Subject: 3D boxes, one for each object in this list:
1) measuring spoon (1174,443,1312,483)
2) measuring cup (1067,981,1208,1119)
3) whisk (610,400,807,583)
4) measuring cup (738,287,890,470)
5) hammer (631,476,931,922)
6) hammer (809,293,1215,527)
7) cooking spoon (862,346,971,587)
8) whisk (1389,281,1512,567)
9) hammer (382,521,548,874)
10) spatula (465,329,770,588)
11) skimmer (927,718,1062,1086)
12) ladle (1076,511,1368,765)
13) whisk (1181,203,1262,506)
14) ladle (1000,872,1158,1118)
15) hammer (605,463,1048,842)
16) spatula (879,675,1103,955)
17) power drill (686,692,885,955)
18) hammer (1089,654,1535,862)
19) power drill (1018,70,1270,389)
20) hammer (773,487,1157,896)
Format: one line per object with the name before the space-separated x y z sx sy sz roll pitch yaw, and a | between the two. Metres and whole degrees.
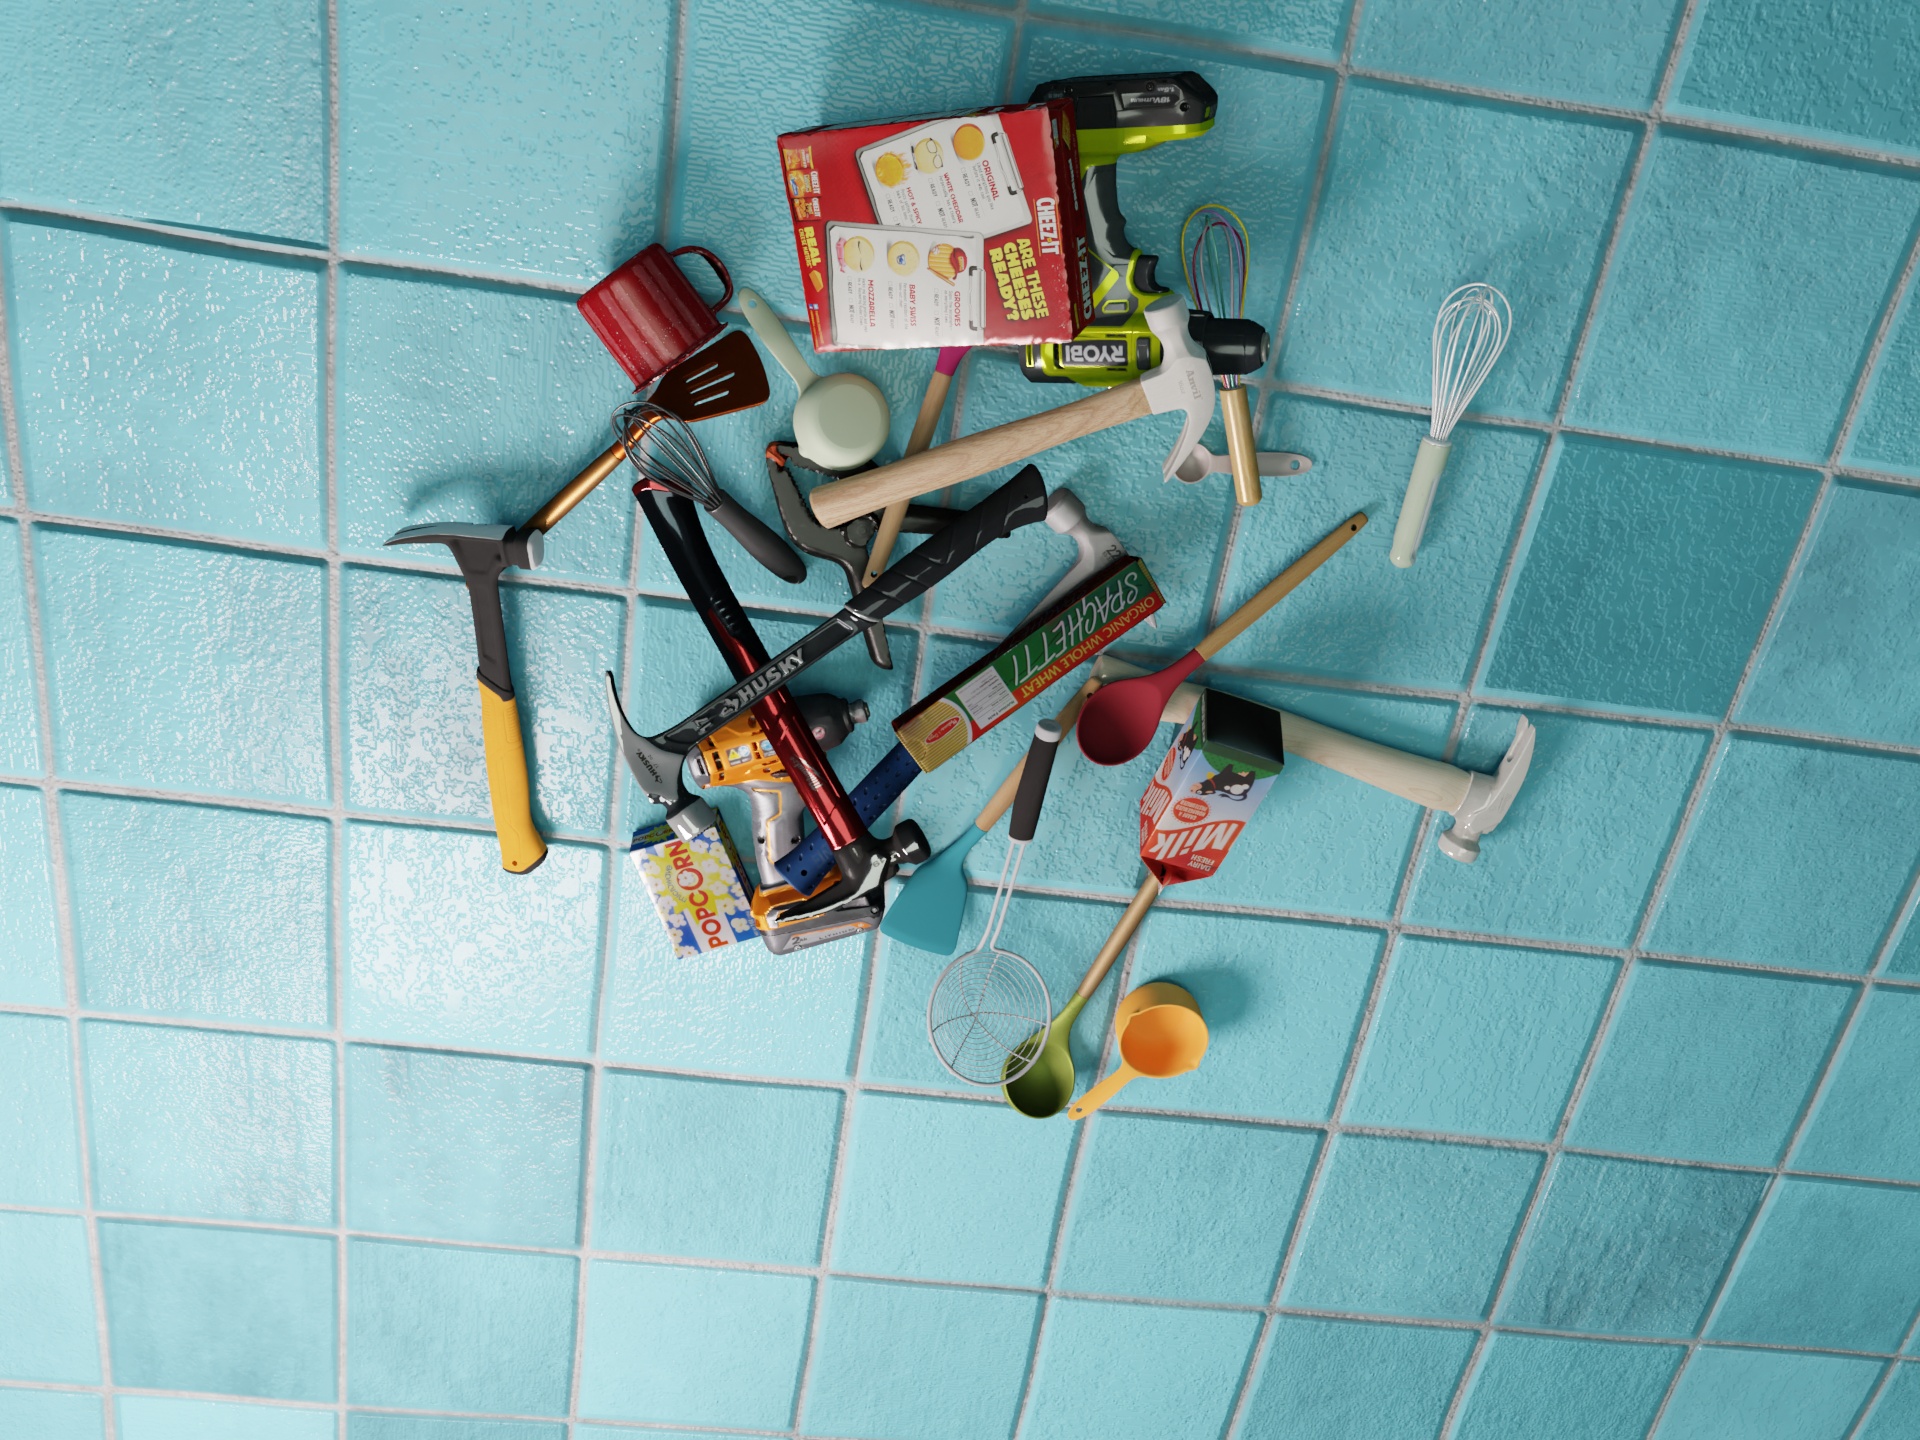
measuring spoon | 0.235 -0.216 1.336 0.124 0.018 0.034 -1 108 -10
measuring cup | 0.166 0.327 1.568 0.095 0.052 0.173 39 109 -19
whisk | -0.193 -0.177 1.272 0.055 0.055 0.238 -33 139 12
measuring cup | -0.119 -0.275 1.262 0.083 0.038 0.167 -41 105 -13
hammer | -0.178 -0.022 1.319 0.143 0.038 0.386 -29 94 6
hammer | 0.037 -0.213 1.235 0.331 0.031 0.130 -17 119 18
cooking spoon | -0.022 -0.254 1.277 0.068 0.017 0.319 17 104 -12
whisk | 0.398 -0.239 1.316 0.059 0.058 0.246 23 122 24
hammer | -0.407 -0.012 1.373 0.127 0.034 0.336 4 120 6
spatula | -0.289 -0.199 1.295 0.322 0.081 0.041 -36 149 21
skimmer | 0.052 0.170 1.432 0.127 0.090 0.363 -1 125 -22
ladle | 0.226 -0.074 1.370 0.315 0.031 0.069 -40 104 4
whisk | 0.219 -0.289 1.276 0.047 0.051 0.244 -16 114 -5
ladle | 0.134 0.249 1.527 0.078 0.062 0.320 23 109 -18
hammer | -0.099 -0.079 1.280 0.409 0.036 0.149 -36 95 -4
spatula | 0.037 0.085 1.438 0.082 0.044 0.317 24 119 -24
power drill | -0.137 0.084 1.421 0.164 0.084 0.226 -16 112 2
hammer | 0.314 0.008 1.433 0.410 0.038 0.146 17 112 -11
power drill | 0.137 -0.363 1.199 0.190 0.080 0.228 5 116 20
hammer | -0.002 -0.004 1.363 0.144 0.035 0.405 42 93 -21
